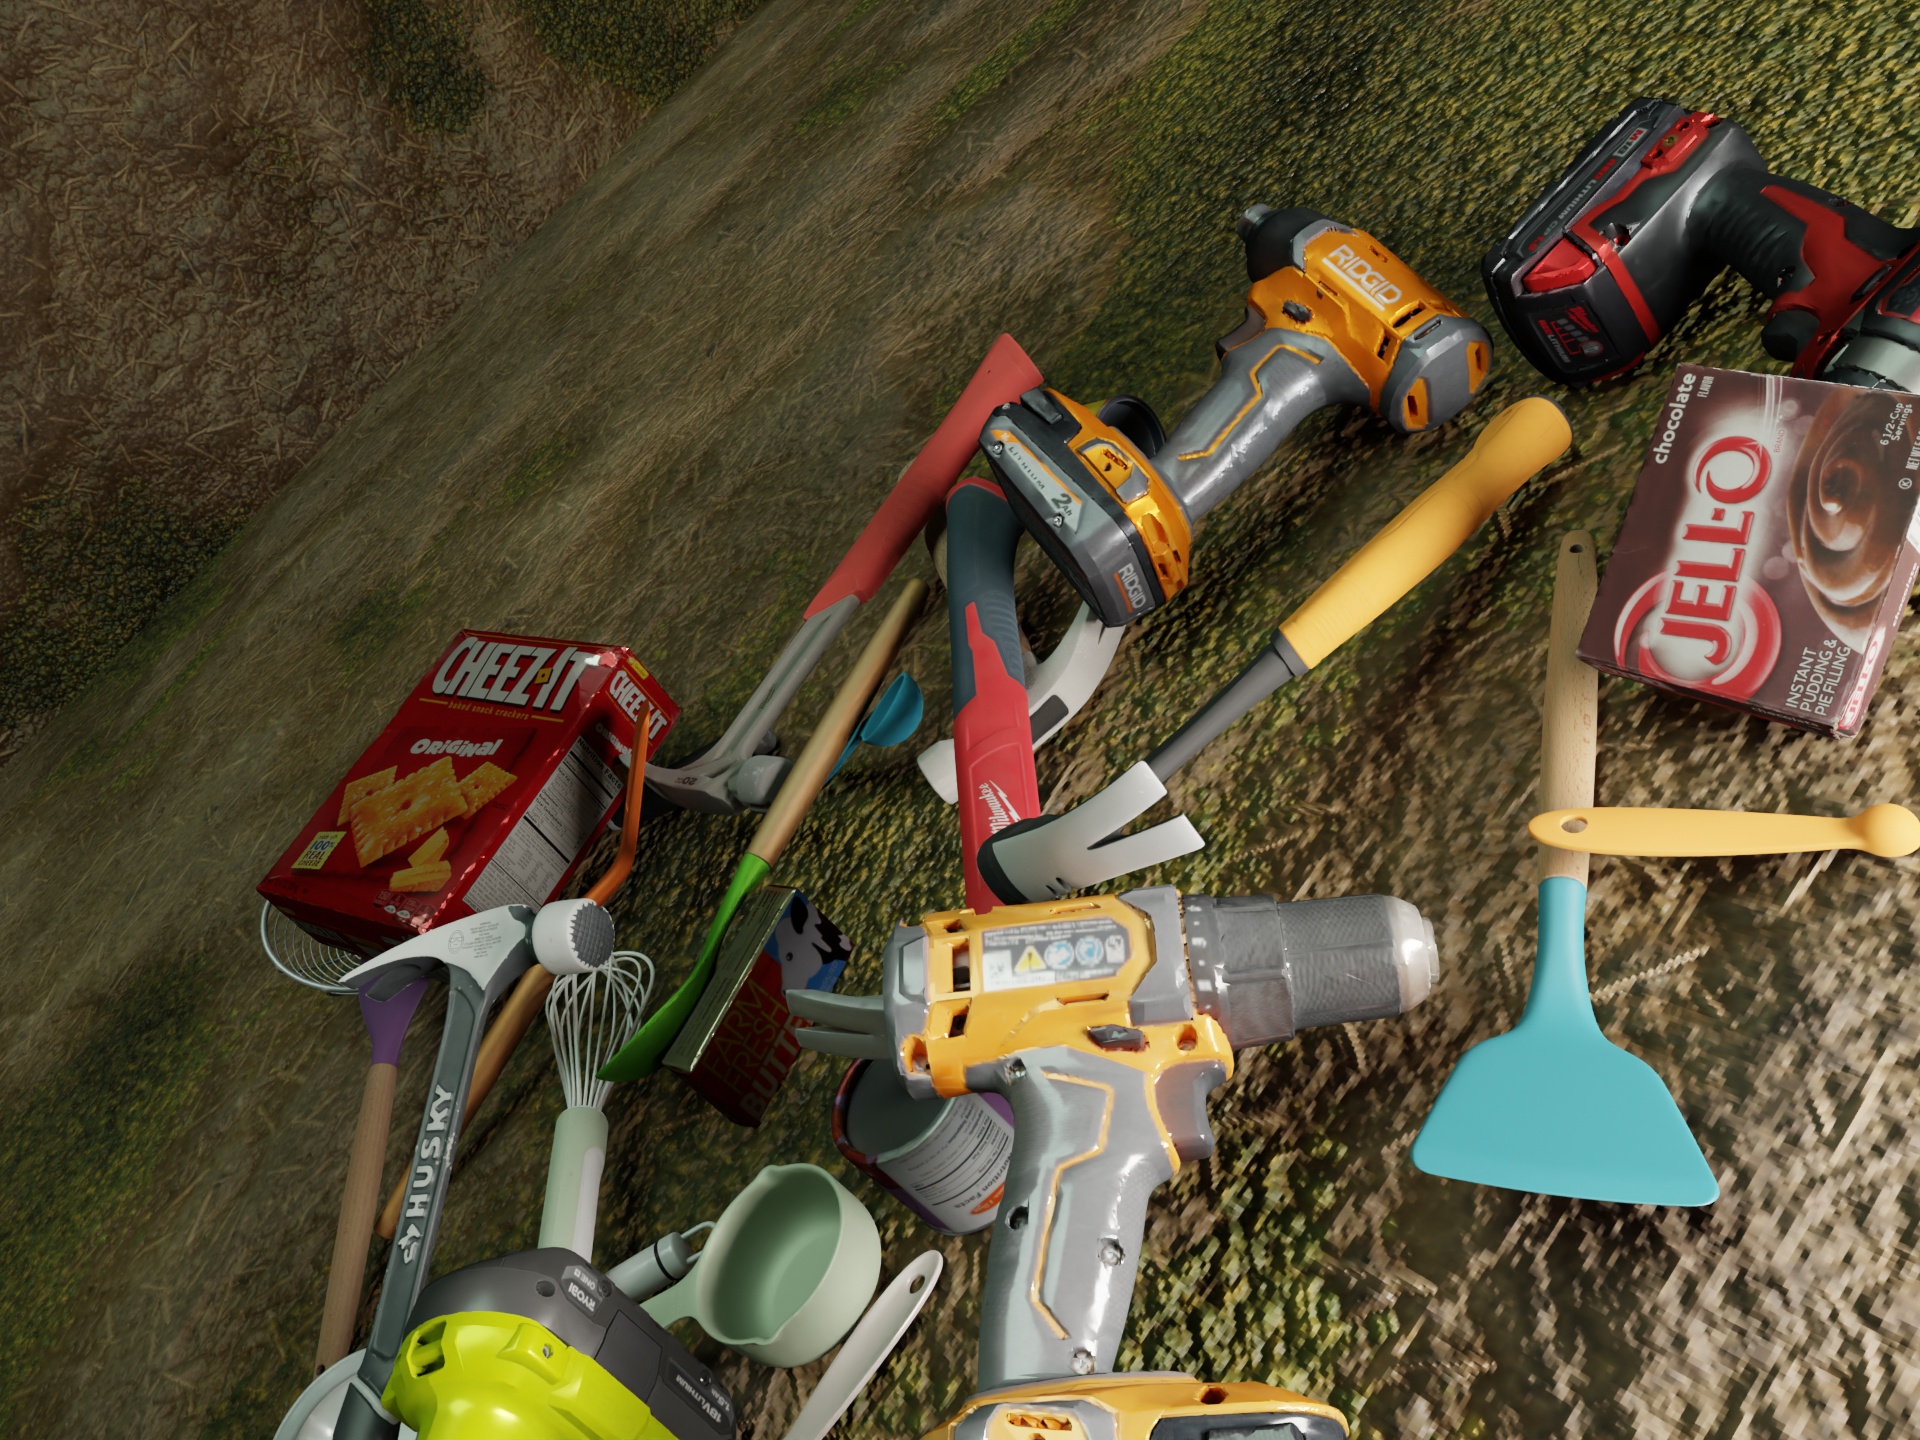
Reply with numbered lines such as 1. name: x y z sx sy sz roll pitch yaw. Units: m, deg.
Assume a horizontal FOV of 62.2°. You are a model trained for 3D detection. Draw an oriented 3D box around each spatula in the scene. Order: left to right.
1. spatula: -0.332 0.220 0.897 0.060 0.018 0.316 -19 48 15
2. spatula: -0.238 0.137 0.871 0.322 0.041 0.081 -59 14 -3
3. spatula: 0.214 0.032 0.559 0.082 0.044 0.318 1 47 21

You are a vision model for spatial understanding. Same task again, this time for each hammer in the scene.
1. hammer: -0.255 0.275 0.696 0.149 0.036 0.409 -10 57 25
2. hammer: -0.060 -0.095 0.956 0.149 0.036 0.359 6 56 49
3. hammer: -0.001 -0.002 0.743 0.143 0.038 0.387 -6 38 2
4. hammer: 0.008 -0.083 0.931 0.130 0.031 0.332 -36 32 10
5. hammer: 0.149 -0.043 0.632 0.337 0.034 0.127 -39 3 -28

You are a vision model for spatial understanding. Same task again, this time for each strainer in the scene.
1. strainer: -0.214 0.294 0.714 0.258 0.050 0.087 -32 40 6

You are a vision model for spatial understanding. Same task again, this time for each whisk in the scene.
1. whisk: -0.182 0.191 0.774 0.059 0.057 0.247 -17 31 3

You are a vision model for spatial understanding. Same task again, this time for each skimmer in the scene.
1. skimmer: -0.284 0.071 1.006 0.363 0.090 0.127 -28 43 21

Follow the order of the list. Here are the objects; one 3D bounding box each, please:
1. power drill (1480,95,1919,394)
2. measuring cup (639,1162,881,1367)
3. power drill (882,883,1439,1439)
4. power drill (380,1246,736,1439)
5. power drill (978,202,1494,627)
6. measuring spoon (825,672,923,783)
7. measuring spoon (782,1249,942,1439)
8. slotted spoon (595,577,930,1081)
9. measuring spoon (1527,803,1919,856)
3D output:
1. power drill: 0.317 -0.157 0.646 0.188 0.080 0.227 -47 36 5
2. measuring cup: -0.103 0.246 0.654 0.167 0.038 0.083 -34 33 16
3. power drill: 0.069 0.151 0.493 0.185 0.084 0.226 -8 51 7
4. power drill: -0.154 0.309 0.526 0.080 0.171 0.223 -27 26 23
5. power drill: 0.127 -0.167 0.803 0.226 0.084 0.164 -34 56 0
6. measuring spoon: -0.049 0.015 0.861 0.128 0.021 0.042 -44 18 56
7. measuring spoon: -0.042 0.256 0.601 0.034 0.018 0.124 6 49 50
8. slotted spoon: -0.090 0.050 0.815 0.314 0.031 0.070 -61 5 -24
9. measuring spoon: 0.246 0.034 0.518 0.117 0.011 0.021 -1 41 22
